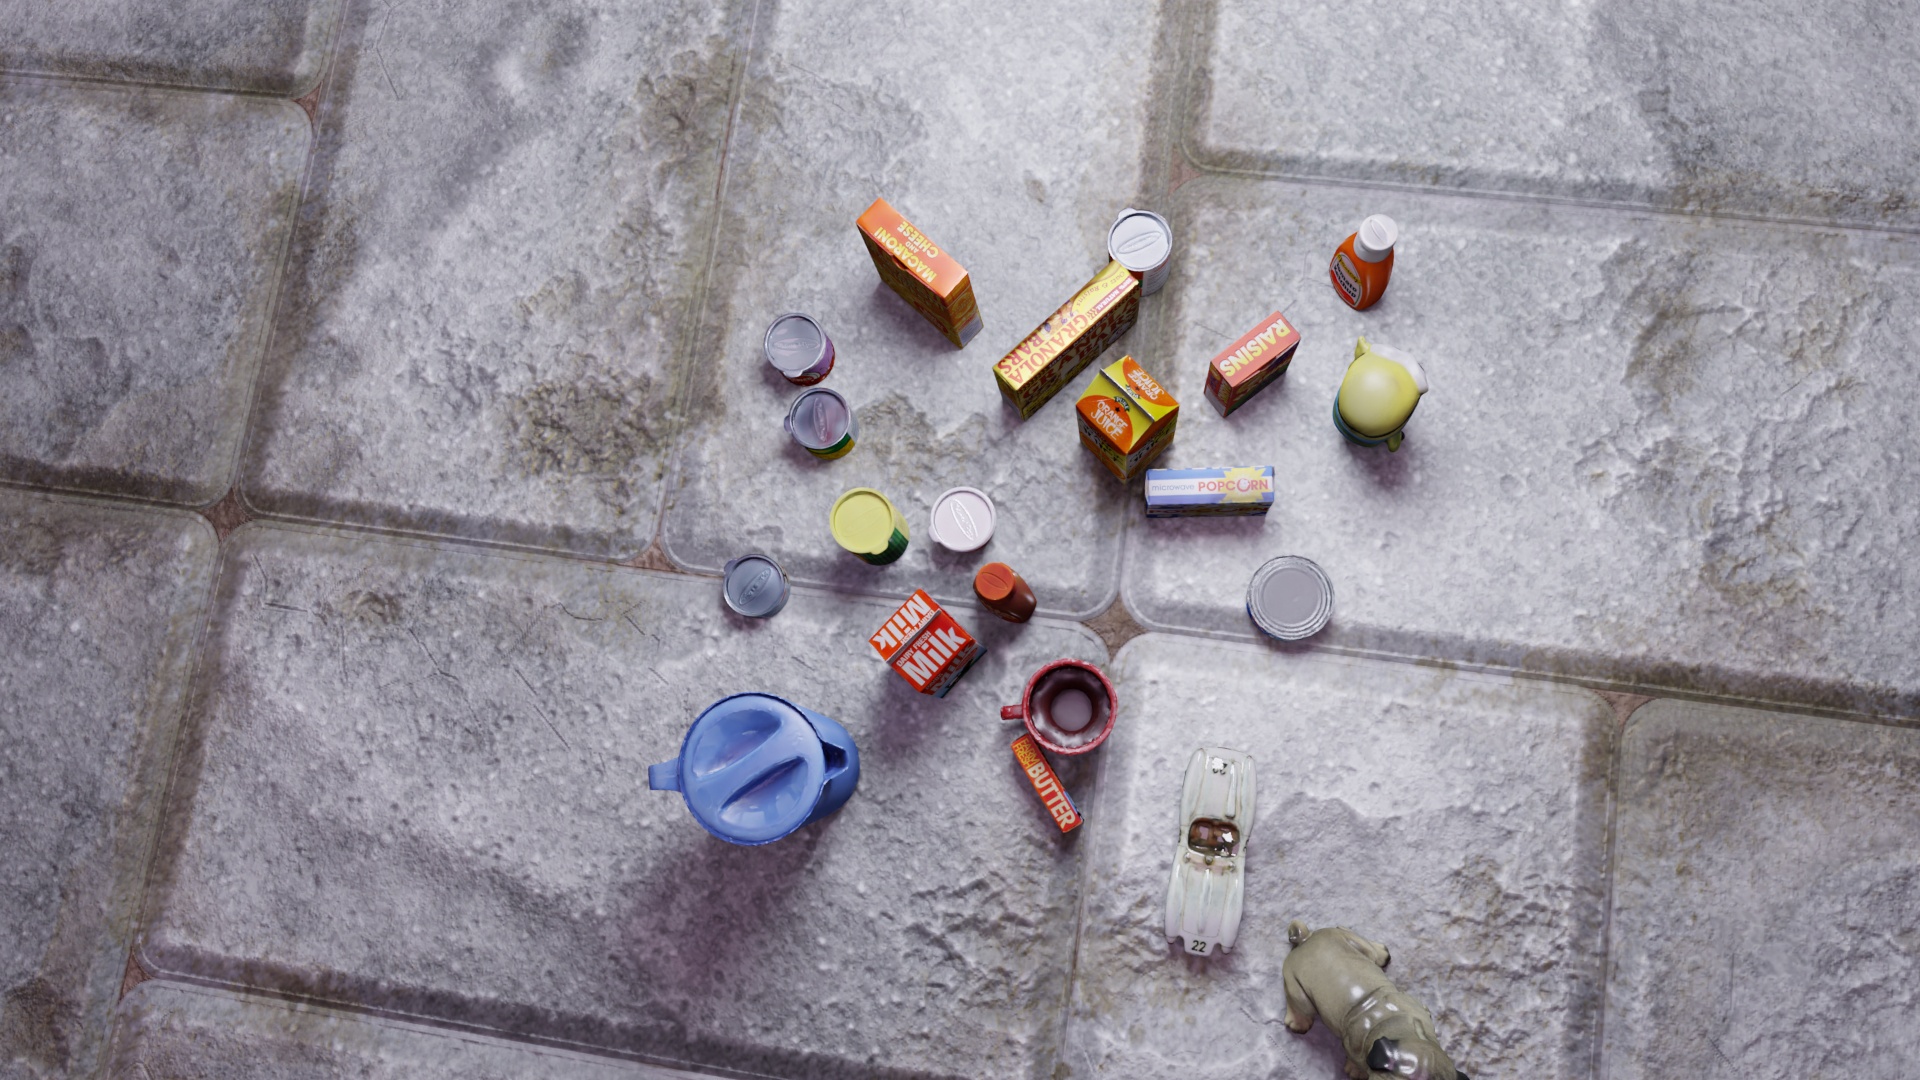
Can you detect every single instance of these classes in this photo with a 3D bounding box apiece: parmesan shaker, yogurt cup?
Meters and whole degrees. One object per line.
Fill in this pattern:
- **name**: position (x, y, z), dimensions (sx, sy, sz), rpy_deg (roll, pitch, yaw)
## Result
- **parmesan shaker**: position (-0.090, -0.010, 1.425), dimensions (0.071, 0.103, 0.071), rpy_deg (-1, 81, 6)
- **yogurt cup**: position (0.005, -0.018, 1.441), dimensions (0.072, 0.054, 0.072), rpy_deg (-1, 80, 6)

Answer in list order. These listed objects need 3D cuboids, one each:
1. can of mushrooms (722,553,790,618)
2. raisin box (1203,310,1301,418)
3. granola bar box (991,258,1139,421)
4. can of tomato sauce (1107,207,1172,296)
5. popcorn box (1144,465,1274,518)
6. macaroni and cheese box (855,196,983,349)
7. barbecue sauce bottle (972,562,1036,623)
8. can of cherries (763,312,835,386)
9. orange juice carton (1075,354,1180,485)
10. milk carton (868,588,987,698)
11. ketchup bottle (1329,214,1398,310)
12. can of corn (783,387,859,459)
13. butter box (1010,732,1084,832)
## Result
- **can of mushrooms**: position (-0.216, 0.047, 1.464), dimensions (0.071, 0.033, 0.071), rpy_deg (-1, 80, 6)
- **raisin box**: position (0.292, -0.175, 1.401), dimensions (0.086, 0.123, 0.040), rpy_deg (-36, 79, 0)
- **granola bar box**: position (0.111, -0.202, 1.425), dimensions (0.165, 0.124, 0.039), rpy_deg (-42, 79, -2)
- **can of tomato sauce**: position (0.186, -0.301, 1.455), dimensions (0.071, 0.083, 0.071), rpy_deg (-1, 80, 6)
- **popcorn box**: position (0.249, -0.048, 1.403), dimensions (0.127, 0.085, 0.038), rpy_deg (-2, 81, 6)
- **macaroni and cheese box**: position (-0.040, -0.272, 1.433), dimensions (0.124, 0.166, 0.040), rpy_deg (42, 88, 11)
- **barbecue sauce bottle**: position (0.041, 0.049, 1.377), dimensions (0.065, 0.148, 0.044), rpy_deg (30, 85, 10)
- **can of cherries**: position (-0.173, -0.202, 1.490), dimensions (0.071, 0.058, 0.071), rpy_deg (-1, 80, 6)
- **orange juice carton**: position (0.164, -0.120, 1.370), dimensions (0.073, 0.192, 0.072), rpy_deg (-43, 79, -2)
- **milk carton**: position (-0.032, 0.101, 1.354), dimensions (0.073, 0.190, 0.072), rpy_deg (44, 88, 11)
- **ketchup bottle**: position (0.407, -0.283, 1.394), dimensions (0.043, 0.148, 0.065), rpy_deg (-30, 79, 1)
- **can of corn**: position (-0.147, -0.123, 1.474), dimensions (0.071, 0.058, 0.071), rpy_deg (-1, 80, 6)
- **butter box**: position (0.087, 0.242, 1.387), dimensions (0.024, 0.053, 0.103), rpy_deg (-32, 78, 1)
